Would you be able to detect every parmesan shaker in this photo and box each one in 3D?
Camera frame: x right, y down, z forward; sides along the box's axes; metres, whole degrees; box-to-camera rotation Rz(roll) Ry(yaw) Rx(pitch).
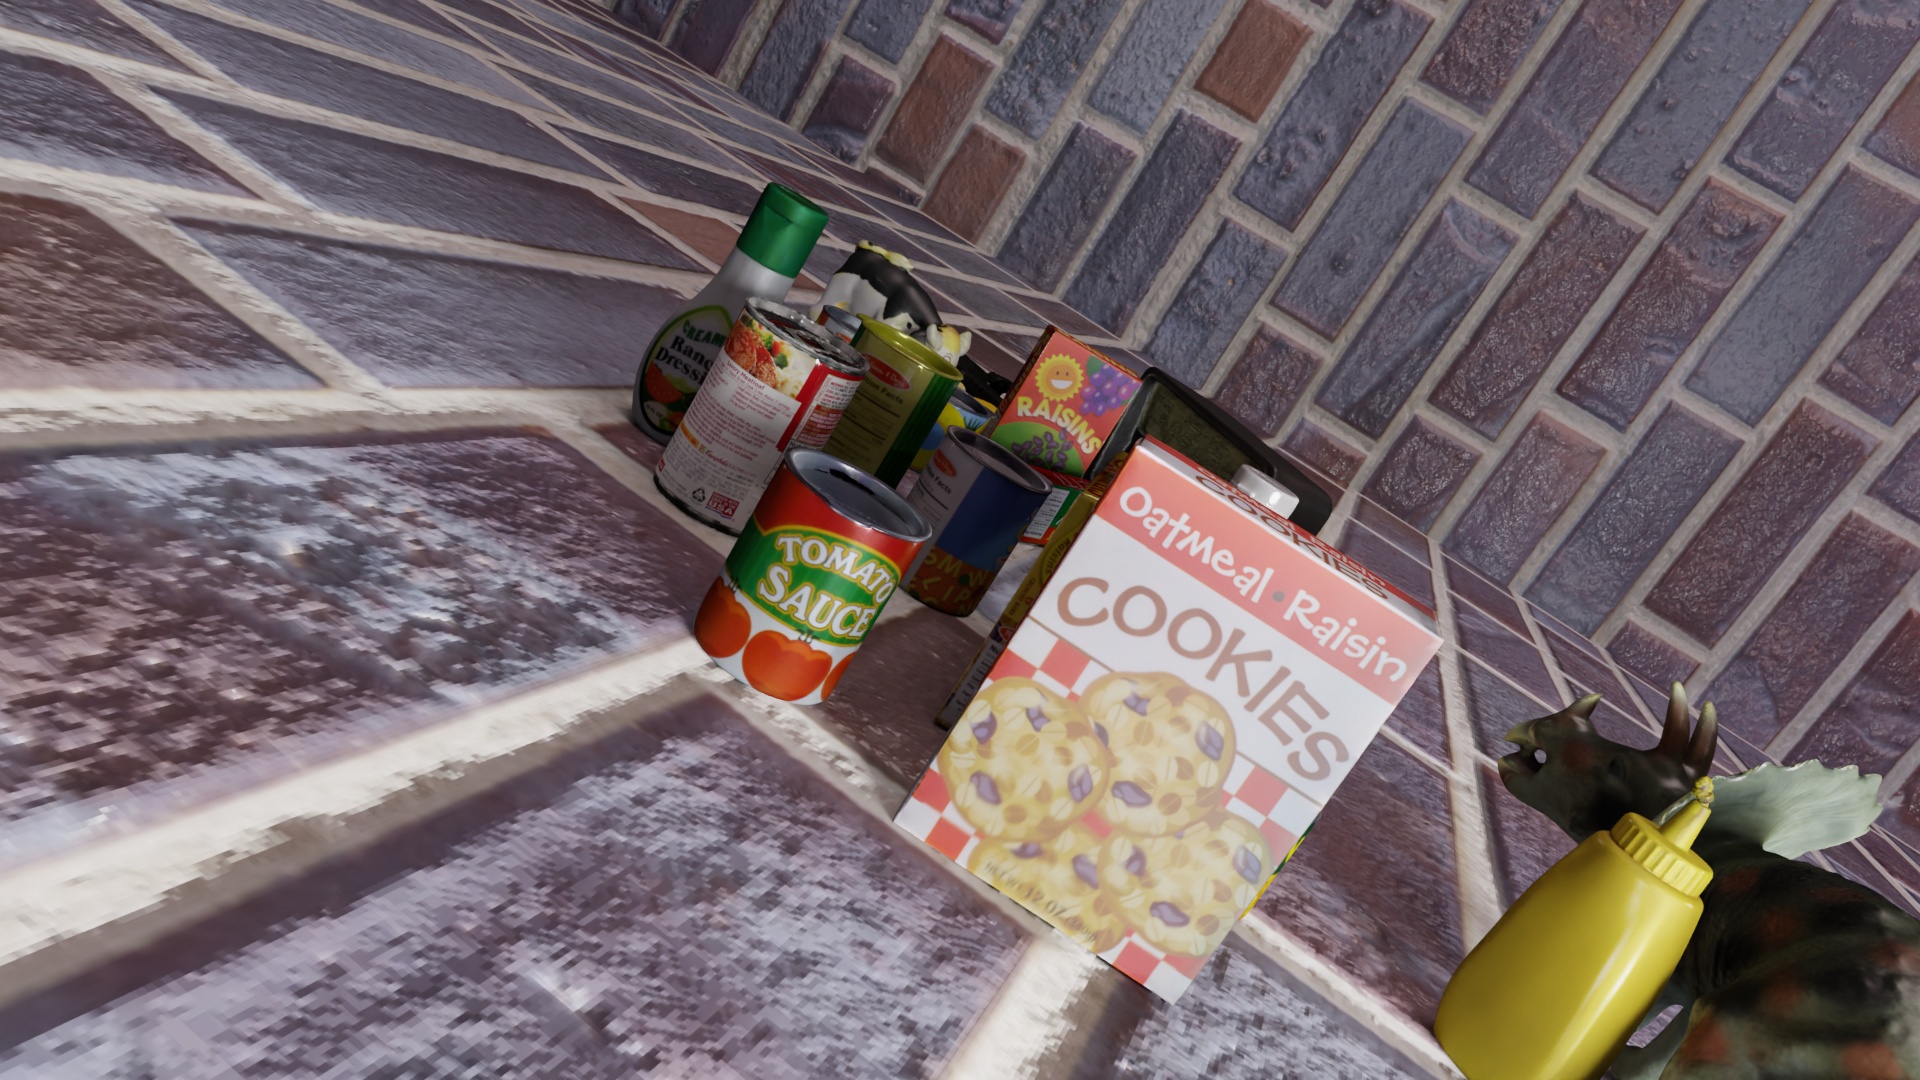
[{"bbox_3d":[-0.055,-0.068,0.799,0.071,0.103,0.071,30,15,-8],"label":"parmesan shaker"}]

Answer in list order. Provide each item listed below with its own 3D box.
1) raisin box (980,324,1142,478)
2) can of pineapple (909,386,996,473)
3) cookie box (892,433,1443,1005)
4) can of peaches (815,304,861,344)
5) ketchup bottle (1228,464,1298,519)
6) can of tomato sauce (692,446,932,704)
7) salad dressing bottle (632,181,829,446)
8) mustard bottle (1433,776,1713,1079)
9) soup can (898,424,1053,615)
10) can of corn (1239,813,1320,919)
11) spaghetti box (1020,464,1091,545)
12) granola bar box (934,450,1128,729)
[{"bbox_3d":[0.077,-0.100,1.122,0.086,0.123,0.040,29,15,-11],"label":"raisin box"},{"bbox_3d":[-0.018,-0.082,1.002,0.071,0.057,0.071,30,15,-8],"label":"can of pineapple"},{"bbox_3d":[0.072,0.064,0.502,0.123,0.167,0.040,33,14,4],"label":"cookie box"},{"bbox_3d":[-0.086,-0.133,1.033,0.071,0.058,0.071,30,15,-8],"label":"can of peaches"},{"bbox_3d":[0.128,0.029,0.761,0.043,0.148,0.065,15,22,-50],"label":"ketchup bottle"},{"bbox_3d":[-0.060,0.015,0.559,0.071,0.083,0.071,30,15,-8],"label":"can of tomato sauce"},{"bbox_3d":[-0.121,-0.117,0.738,0.064,0.147,0.044,34,14,8],"label":"salad dressing bottle"},{"bbox_3d":[0.266,0.164,0.577,0.049,0.159,0.065,22,17,-34],"label":"mustard bottle"},{"bbox_3d":[0.003,-0.010,0.762,0.071,0.083,0.071,30,15,-8],"label":"soup can"},{"bbox_3d":[0.113,0.124,0.604,0.071,0.058,0.071,30,15,-8],"label":"can of corn"},{"bbox_3d":[0.072,-0.021,1.001,0.029,0.050,0.250,41,17,31],"label":"spaghetti box"},{"bbox_3d":[0.052,0.025,0.670,0.039,0.124,0.166,33,15,5],"label":"granola bar box"}]
